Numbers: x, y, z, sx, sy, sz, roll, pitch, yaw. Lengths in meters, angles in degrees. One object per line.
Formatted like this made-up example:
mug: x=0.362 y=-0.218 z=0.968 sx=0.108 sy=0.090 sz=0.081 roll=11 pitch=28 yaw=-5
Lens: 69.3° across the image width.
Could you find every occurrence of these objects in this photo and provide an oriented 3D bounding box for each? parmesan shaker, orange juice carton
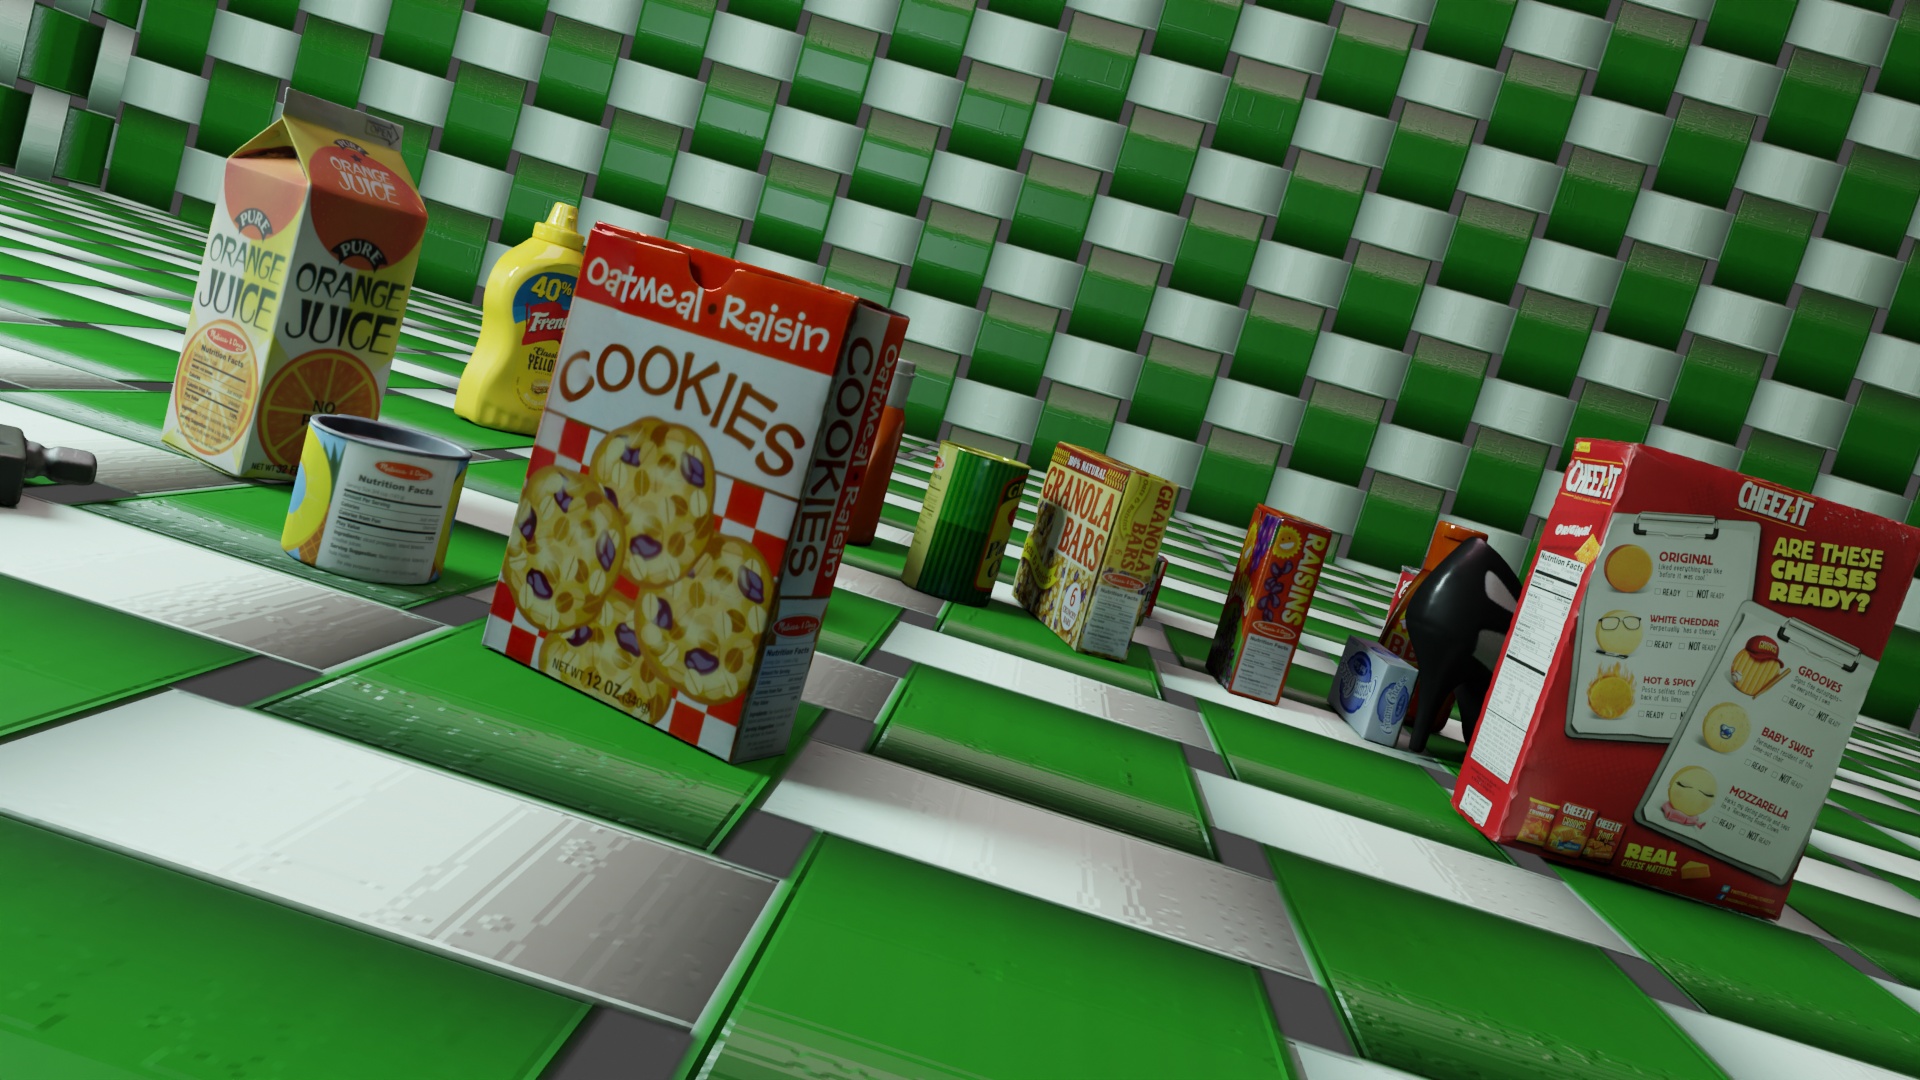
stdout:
parmesan shaker: x=0.003 y=-0.012 z=0.977 sx=0.071 sy=0.103 sz=0.071 roll=16 pitch=6 yaw=-2
orange juice carton: x=-0.339 y=-0.129 z=0.717 sx=0.073 sy=0.192 sz=0.072 roll=20 pitch=7 yaw=28

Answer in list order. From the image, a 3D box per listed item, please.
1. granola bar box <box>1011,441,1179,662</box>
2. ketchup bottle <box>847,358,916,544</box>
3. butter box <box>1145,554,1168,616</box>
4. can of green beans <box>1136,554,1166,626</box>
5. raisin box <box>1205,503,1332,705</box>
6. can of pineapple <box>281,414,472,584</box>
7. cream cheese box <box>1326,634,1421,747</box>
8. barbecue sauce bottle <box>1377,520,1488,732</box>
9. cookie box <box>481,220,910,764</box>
granola bar box: x=0.089 y=0.003 z=0.972 sx=0.039 sy=0.124 sz=0.166 roll=15 pitch=7 yaw=-15
ketchup bottle: x=-0.071 y=-0.072 z=1.092 sx=0.043 sy=0.148 sz=0.065 roll=18 pitch=6 yaw=13
butter box: x=0.118 y=0.025 z=1.168 sx=0.103 sy=0.053 sz=0.024 roll=16 pitch=6 yaw=-2
can of green beans: x=0.122 y=0.031 z=1.108 sx=0.071 sy=0.057 sz=0.071 roll=16 pitch=6 yaw=-2
raisin box: x=0.209 y=0.041 z=0.950 sx=0.040 sy=0.123 sz=0.086 roll=17 pitch=6 yaw=-1
can of pineapple: x=-0.251 y=-0.018 z=0.598 sx=0.071 sy=0.057 sz=0.071 roll=16 pitch=6 yaw=-2
cream cheese box: x=0.277 y=0.100 z=0.937 sx=0.024 sy=0.053 sz=0.104 roll=17 pitch=6 yaw=0
barbecue sauce bottle: x=0.344 y=0.061 z=1.013 sx=0.065 sy=0.148 sz=0.044 roll=20 pitch=7 yaw=30
cookie box: x=-0.100 y=-0.020 z=0.509 sx=0.123 sy=0.167 sz=0.040 roll=20 pitch=7 yaw=26
